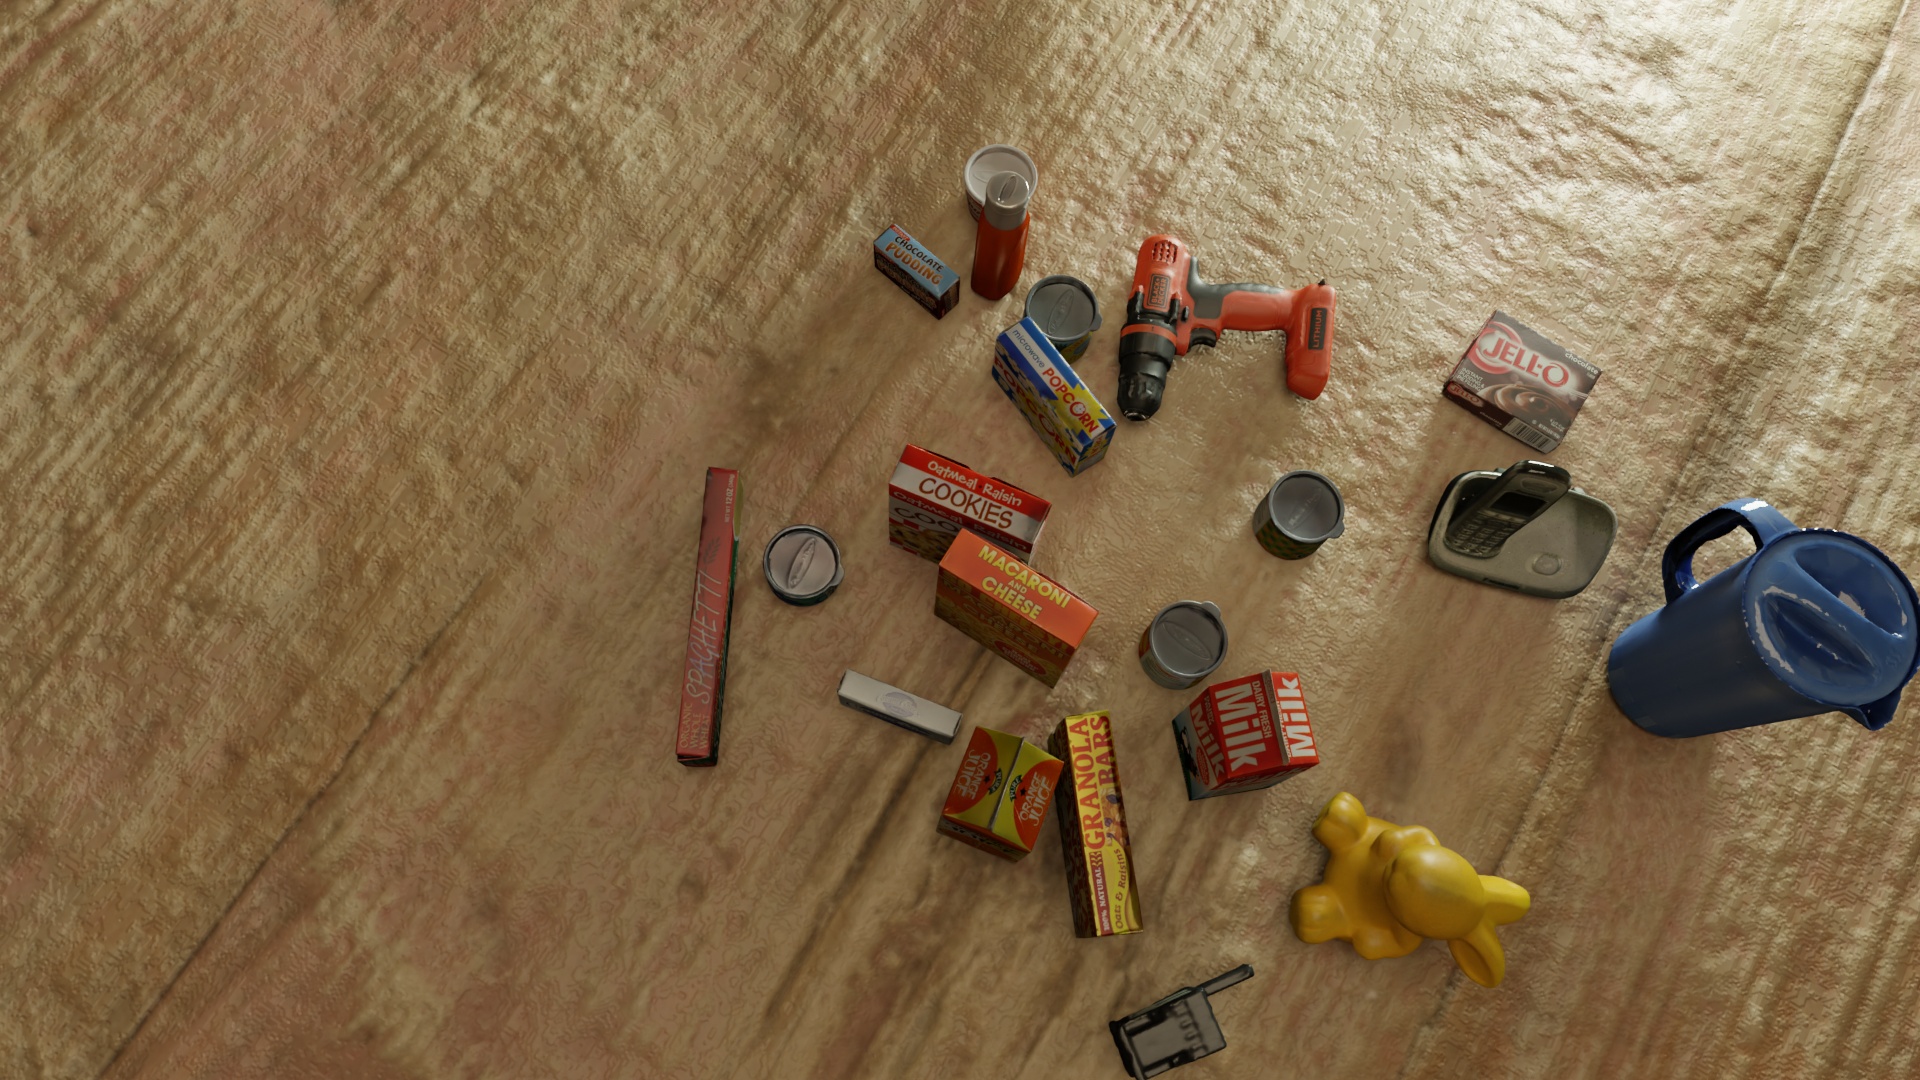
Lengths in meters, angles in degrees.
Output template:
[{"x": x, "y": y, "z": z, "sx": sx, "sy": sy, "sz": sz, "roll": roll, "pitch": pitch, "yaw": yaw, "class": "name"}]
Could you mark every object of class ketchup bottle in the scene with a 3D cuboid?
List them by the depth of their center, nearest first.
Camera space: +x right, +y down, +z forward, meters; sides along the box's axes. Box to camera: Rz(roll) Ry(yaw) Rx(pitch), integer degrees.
[{"x": 0.037, "y": -0.272, "z": 1.230, "sx": 0.043, "sy": 0.148, "sz": 0.065, "roll": 24, "pitch": 74, "yaw": 5, "class": "ketchup bottle"}]

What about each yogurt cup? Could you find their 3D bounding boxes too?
[{"x": 0.036, "y": -0.327, "z": 1.296, "sx": 0.072, "sy": 0.053, "sz": 0.072, "roll": 1, "pitch": 73, "yaw": -3, "class": "yogurt cup"}]

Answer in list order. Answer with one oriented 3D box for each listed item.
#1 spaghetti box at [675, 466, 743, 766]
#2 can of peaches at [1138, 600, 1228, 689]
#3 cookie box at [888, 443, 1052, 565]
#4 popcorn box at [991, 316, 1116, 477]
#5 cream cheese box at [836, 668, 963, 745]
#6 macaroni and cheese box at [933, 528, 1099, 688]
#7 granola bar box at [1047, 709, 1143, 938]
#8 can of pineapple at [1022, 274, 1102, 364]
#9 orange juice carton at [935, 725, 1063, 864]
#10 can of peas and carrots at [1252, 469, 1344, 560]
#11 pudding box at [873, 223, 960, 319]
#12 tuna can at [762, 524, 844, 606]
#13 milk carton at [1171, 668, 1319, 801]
[{"x": -0.209, "y": 0.064, "z": 1.165, "sx": 0.029, "sy": 0.050, "sz": 0.250, "roll": 3, "pitch": 73, "yaw": -2, "class": "spaghetti box"}, {"x": 0.189, "y": 0.088, "z": 1.173, "sx": 0.071, "sy": 0.058, "sz": 0.071, "roll": 1, "pitch": 73, "yaw": -2, "class": "can of peaches"}, {"x": 0.004, "y": -0.014, "z": 1.138, "sx": 0.123, "sy": 0.167, "sz": 0.040, "roll": 23, "pitch": 74, "yaw": 4, "class": "cookie box"}, {"x": 0.079, "y": -0.125, "z": 1.219, "sx": 0.038, "sy": 0.085, "sz": 0.127, "roll": -35, "pitch": 78, "yaw": -12, "class": "popcorn box"}, {"x": -0.050, "y": 0.139, "z": 1.148, "sx": 0.104, "sy": 0.053, "sz": 0.024, "roll": 21, "pitch": 74, "yaw": 4, "class": "cream cheese box"}, {"x": 0.041, "y": 0.057, "z": 1.119, "sx": 0.124, "sy": 0.166, "sz": 0.040, "roll": 31, "pitch": 75, "yaw": 7, "class": "macaroni and cheese box"}, {"x": 0.103, "y": 0.226, "z": 1.091, "sx": 0.039, "sy": 0.124, "sz": 0.166, "roll": -6, "pitch": 73, "yaw": -4, "class": "granola bar box"}, {"x": 0.090, "y": -0.197, "z": 1.256, "sx": 0.071, "sy": 0.057, "sz": 0.071, "roll": 1, "pitch": 73, "yaw": -2, "class": "can of pineapple"}, {"x": 0.029, "y": 0.195, "z": 1.062, "sx": 0.073, "sy": 0.192, "sz": 0.072, "roll": 22, "pitch": 74, "yaw": 4, "class": "orange juice carton"}, {"x": 0.296, "y": -0.020, "z": 1.211, "sx": 0.071, "sy": 0.058, "sz": 0.071, "roll": 1, "pitch": 73, "yaw": -2, "class": "can of peas and carrots"}, {"x": -0.040, "y": -0.246, "z": 1.269, "sx": 0.084, "sy": 0.049, "sz": 0.030, "roll": 41, "pitch": 76, "yaw": 9, "class": "pudding box"}, {"x": -0.133, "y": 0.023, "z": 1.191, "sx": 0.071, "sy": 0.032, "sz": 0.071, "roll": 1, "pitch": 73, "yaw": -3, "class": "tuna can"}, {"x": 0.224, "y": 0.153, "z": 1.086, "sx": 0.073, "sy": 0.190, "sz": 0.072, "roll": -8, "pitch": 74, "yaw": -5, "class": "milk carton"}]
